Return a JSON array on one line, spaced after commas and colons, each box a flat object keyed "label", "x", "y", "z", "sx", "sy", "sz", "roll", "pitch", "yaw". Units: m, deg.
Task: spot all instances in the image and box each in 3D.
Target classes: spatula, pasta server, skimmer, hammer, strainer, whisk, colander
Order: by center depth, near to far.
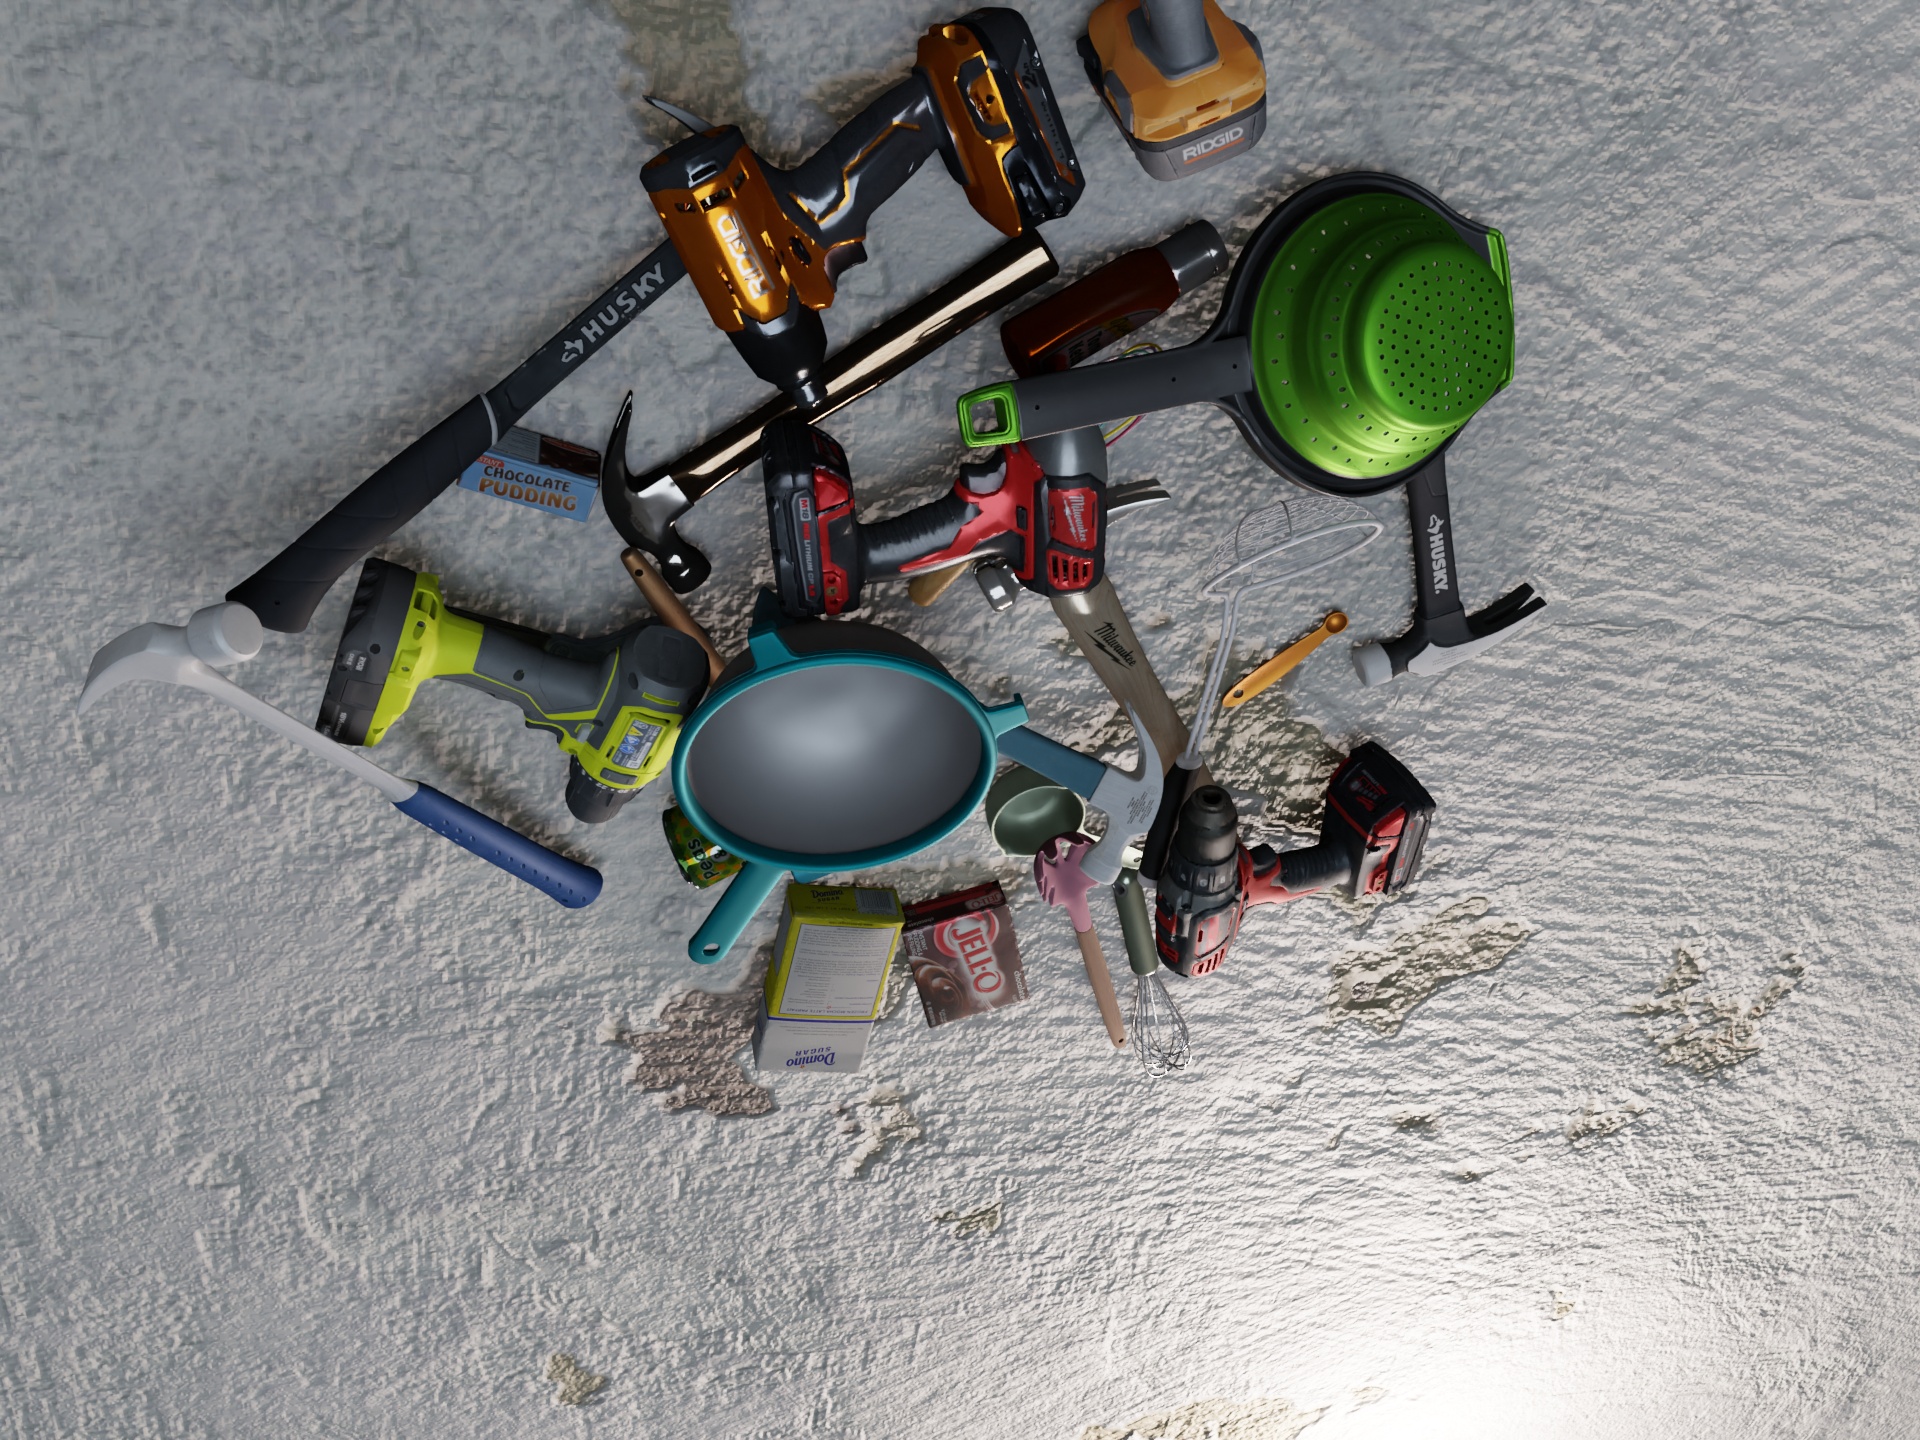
[{"label": "hammer", "x": -0.267, "y": -0.194, "z": 0.937, "sx": 0.409, "sy": 0.036, "sz": 0.149, "roll": -40, "pitch": 122, "yaw": -1}, {"label": "colander", "x": 0.195, "y": -0.217, "z": 0.964, "sx": 0.397, "sy": 0.095, "sz": 0.204, "roll": -15, "pitch": 107, "yaw": -16}, {"label": "hammer", "x": -0.087, "y": -0.214, "z": 1.020, "sx": 0.331, "sy": 0.031, "sz": 0.129, "roll": -31, "pitch": 126, "yaw": 9}, {"label": "hammer", "x": -0.379, "y": 0.042, "z": 1.047, "sx": 0.144, "sy": 0.035, "sz": 0.405, "roll": -11, "pitch": 150, "yaw": 23}, {"label": "whisk", "x": 0.049, "y": -0.162, "z": 1.076, "sx": 0.245, "sy": 0.047, "sz": 0.051, "roll": -44, "pitch": 166, "yaw": 23}, {"label": "strainer", "x": -0.116, "y": 0.042, "z": 1.096, "sx": 0.210, "sy": 0.095, "sz": 0.340, "roll": 16, "pitch": 133, "yaw": -25}, {"label": "spatula", "x": -0.153, "y": -0.003, "z": 1.132, "sx": 0.082, "sy": 0.044, "sz": 0.317, "roll": -26, "pitch": 132, "yaw": 6}, {"label": "hammer", "x": -0.002, "y": -0.004, "z": 1.138, "sx": 0.331, "sy": 0.033, "sz": 0.128, "roll": 26, "pitch": 103, "yaw": -12}, {"label": "hammer", "x": 0.340, "y": -0.177, "z": 1.144, "sx": 0.146, "sy": 0.035, "sz": 0.334, "roll": -18, "pitch": 126, "yaw": 0}, {"label": "skimmer", "x": 0.200, "y": -0.004, "z": 1.154, "sx": 0.127, "sy": 0.090, "sz": 0.363, "roll": -13, "pitch": 130, "yaw": -34}, {"label": "hammer", "x": 0.161, "y": 0.001, "z": 1.225, "sx": 0.146, "sy": 0.038, "sz": 0.410, "roll": -29, "pitch": 126, "yaw": 6}, {"label": "pasta server", "x": 0.110, "y": 0.190, "z": 1.318, "sx": 0.060, "sy": 0.040, "sz": 0.315, "roll": -26, "pitch": 136, "yaw": -6}, {"label": "whisk", "x": 0.162, "y": 0.217, "z": 1.374, "sx": 0.059, "sy": 0.058, "sz": 0.246, "roll": -38, "pitch": 129, "yaw": -30}]

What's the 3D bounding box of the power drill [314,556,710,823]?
[{"label": "power drill", "x": -0.302, "y": -0.009, "z": 1.068, "sx": 0.228, "sy": 0.080, "sz": 0.190, "roll": 17, "pitch": 138, "yaw": -22}]

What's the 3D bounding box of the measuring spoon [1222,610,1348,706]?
[{"label": "measuring spoon", "x": 0.249, "y": -0.048, "z": 1.229, "sx": 0.117, "sy": 0.011, "sz": 0.021, "roll": -38, "pitch": 124, "yaw": 18}]

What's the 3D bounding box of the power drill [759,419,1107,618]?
[{"label": "power drill", "x": -0.013, "y": -0.142, "z": 1.014, "sx": 0.219, "sy": 0.079, "sz": 0.143, "roll": -6, "pitch": 126, "yaw": -7}]

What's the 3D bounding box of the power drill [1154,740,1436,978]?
[{"label": "power drill", "x": 0.254, "y": 0.095, "z": 1.238, "sx": 0.226, "sy": 0.080, "sz": 0.187, "roll": -20, "pitch": 137, "yaw": -18}]

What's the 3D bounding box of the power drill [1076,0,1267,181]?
[{"label": "power drill", "x": 0.093, "y": -0.431, "z": 0.849, "sx": 0.084, "sy": 0.186, "sz": 0.226, "roll": -22, "pitch": 145, "yaw": 2}]

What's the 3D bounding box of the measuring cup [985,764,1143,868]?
[{"label": "measuring cup", "x": 0.089, "y": 0.081, "z": 1.267, "sx": 0.167, "sy": 0.038, "sz": 0.083, "roll": 24, "pitch": 120, "yaw": -36}]

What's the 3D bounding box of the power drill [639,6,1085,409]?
[{"label": "power drill", "x": -0.048, "y": -0.292, "z": 0.917, "sx": 0.226, "sy": 0.084, "sz": 0.164, "roll": -29, "pitch": 120, "yaw": -5}]
